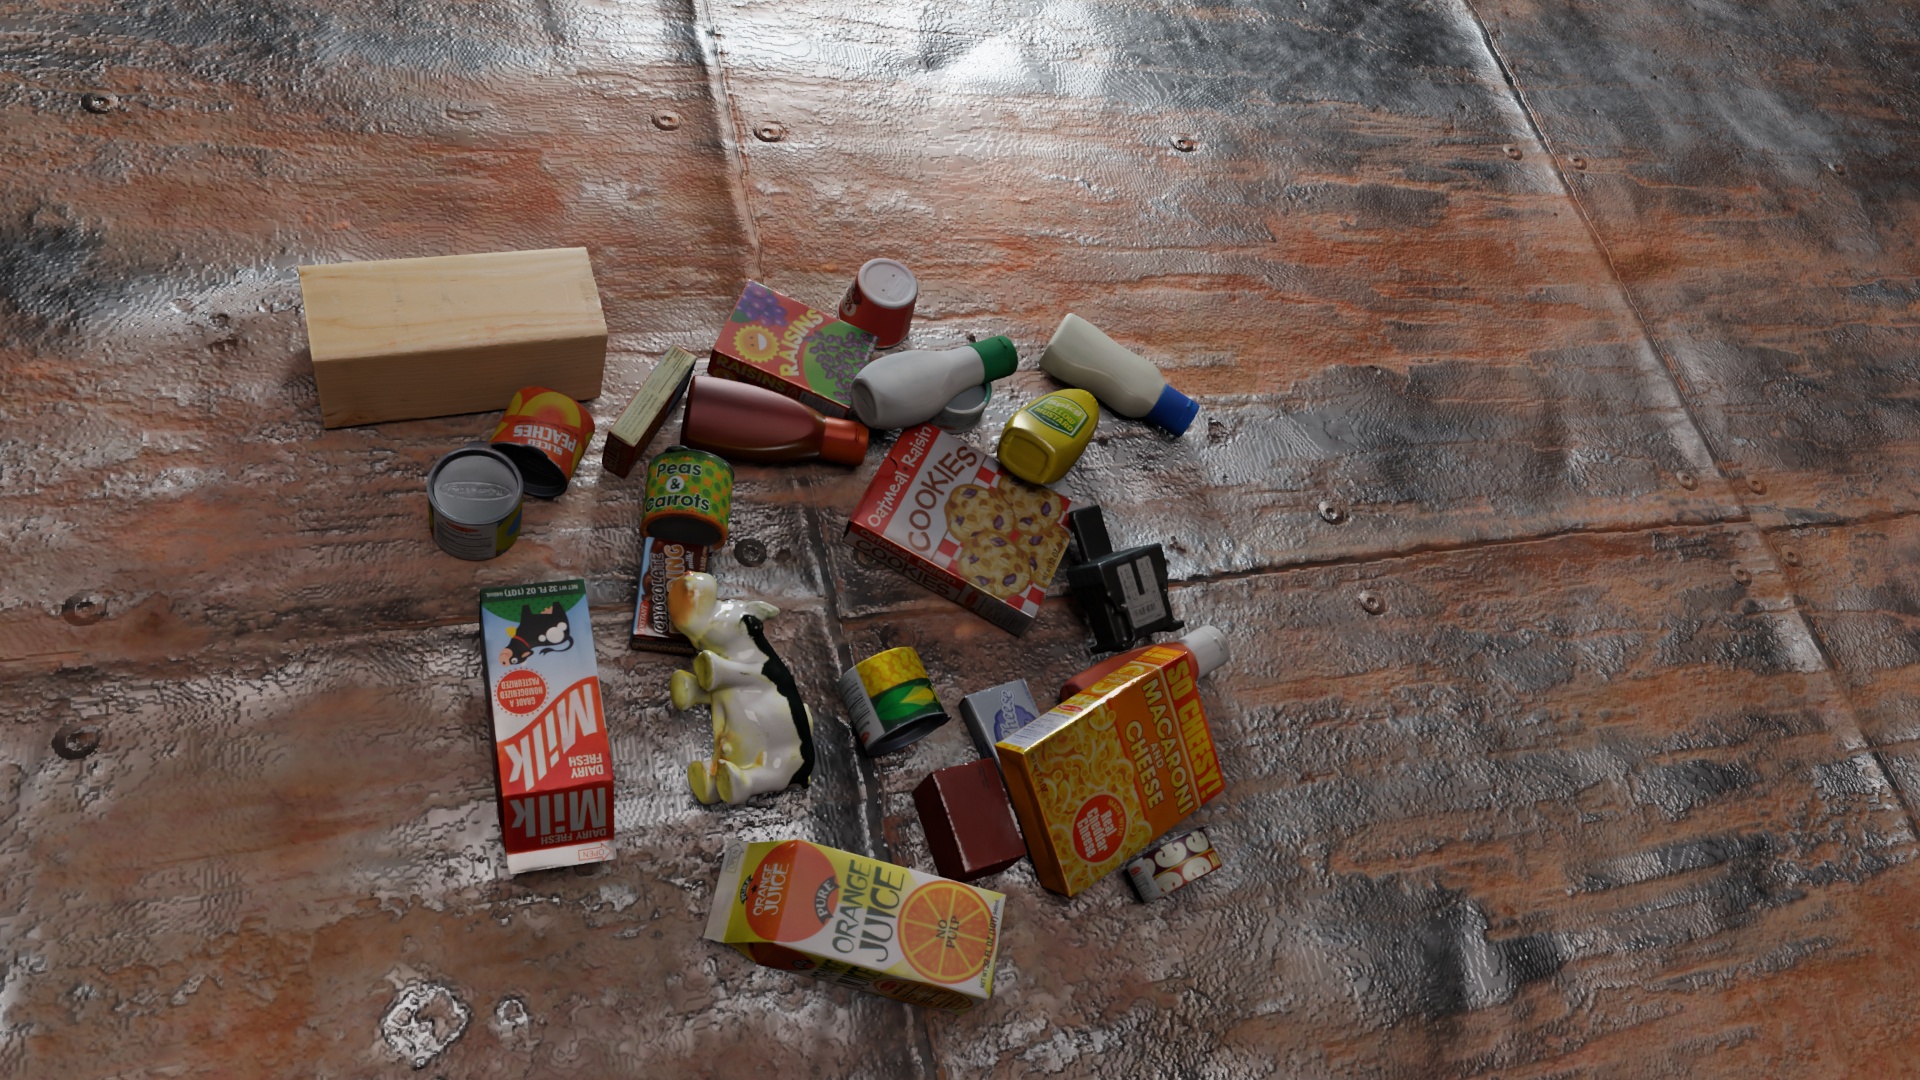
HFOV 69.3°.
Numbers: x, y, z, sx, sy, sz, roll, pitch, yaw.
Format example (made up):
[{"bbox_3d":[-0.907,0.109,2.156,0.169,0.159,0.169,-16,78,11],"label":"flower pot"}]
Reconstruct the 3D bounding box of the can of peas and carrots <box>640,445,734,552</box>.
[{"bbox_3d":[-0.209,-0.030,1.063,0.071,0.070,0.059,9,60,-15],"label":"can of peas and carrots"}]

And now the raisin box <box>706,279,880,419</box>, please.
[{"bbox_3d":[-0.141,-0.157,1.178,0.123,0.040,0.086,23,58,-7],"label":"raisin box"}]

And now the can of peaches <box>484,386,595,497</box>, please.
[{"bbox_3d":[-0.317,-0.076,1.051,0.071,0.071,0.058,21,56,-7],"label":"can of peaches"}]

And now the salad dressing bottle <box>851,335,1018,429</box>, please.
[{"bbox_3d":[-0.019,-0.136,1.165,0.148,0.043,0.064,-22,61,-30],"label":"salad dressing bottle"}]

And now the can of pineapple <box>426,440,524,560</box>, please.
[{"bbox_3d":[-0.355,-0.028,1.018,0.071,0.057,0.071,9,59,-15],"label":"can of pineapple"}]

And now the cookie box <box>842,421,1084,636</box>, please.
[{"bbox_3d":[0.004,-0.014,1.146,0.167,0.040,0.123,29,56,-2],"label":"cookie box"}]

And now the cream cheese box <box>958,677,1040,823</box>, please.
[{"bbox_3d":[0.044,0.161,1.070,0.053,0.024,0.104,-16,68,-26],"label":"cream cheese box"}]

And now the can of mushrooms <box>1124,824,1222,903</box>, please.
[{"bbox_3d":[0.162,0.242,1.039,0.071,0.070,0.033,-17,69,-27],"label":"can of mushrooms"}]

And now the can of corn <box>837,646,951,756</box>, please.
[{"bbox_3d":[-0.049,0.119,1.037,0.071,0.070,0.058,-17,68,-27],"label":"can of corn"}]

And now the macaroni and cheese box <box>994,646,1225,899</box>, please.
[{"bbox_3d":[0.116,0.171,1.046,0.167,0.040,0.123,-27,107,-30],"label":"macaroni and cheese box"}]

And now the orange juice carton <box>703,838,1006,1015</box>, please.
[{"bbox_3d":[-0.073,0.260,0.944,0.193,0.072,0.072,17,58,-9],"label":"orange juice carton"}]

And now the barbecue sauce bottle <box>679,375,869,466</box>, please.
[{"bbox_3d":[-0.151,-0.091,1.134,0.149,0.043,0.065,10,67,-15],"label":"barbecue sauce bottle"}]

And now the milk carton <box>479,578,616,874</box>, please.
[{"bbox_3d":[-0.282,0.129,0.946,0.072,0.073,0.191,-4,64,-22],"label":"milk carton"}]

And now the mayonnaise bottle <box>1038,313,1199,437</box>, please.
[{"bbox_3d":[0.147,-0.147,1.272,0.148,0.041,0.065,32,50,-1],"label":"mayonnaise bottle"}]

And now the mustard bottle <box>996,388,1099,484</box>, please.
[{"bbox_3d":[0.086,-0.099,1.203,0.065,0.048,0.161,31,33,10],"label":"mustard bottle"}]

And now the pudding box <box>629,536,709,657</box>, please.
[{"bbox_3d":[-0.218,0.042,1.043,0.050,0.030,0.084,9,59,-14],"label":"pudding box"}]

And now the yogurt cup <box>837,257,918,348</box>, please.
[{"bbox_3d":[-0.070,-0.211,1.224,0.072,0.053,0.073,9,60,-15],"label":"yogurt cup"}]

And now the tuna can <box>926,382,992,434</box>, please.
[{"bbox_3d":[-0.008,-0.131,1.213,0.071,0.032,0.071,9,60,-15],"label":"tuna can"}]

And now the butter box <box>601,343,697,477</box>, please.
[{"bbox_3d":[-0.247,-0.103,1.102,0.024,0.053,0.104,30,57,-5],"label":"butter box"}]

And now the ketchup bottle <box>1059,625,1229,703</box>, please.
[{"bbox_3d":[0.154,0.113,1.123,0.149,0.043,0.065,-24,84,-29],"label":"ketchup bottle"}]
